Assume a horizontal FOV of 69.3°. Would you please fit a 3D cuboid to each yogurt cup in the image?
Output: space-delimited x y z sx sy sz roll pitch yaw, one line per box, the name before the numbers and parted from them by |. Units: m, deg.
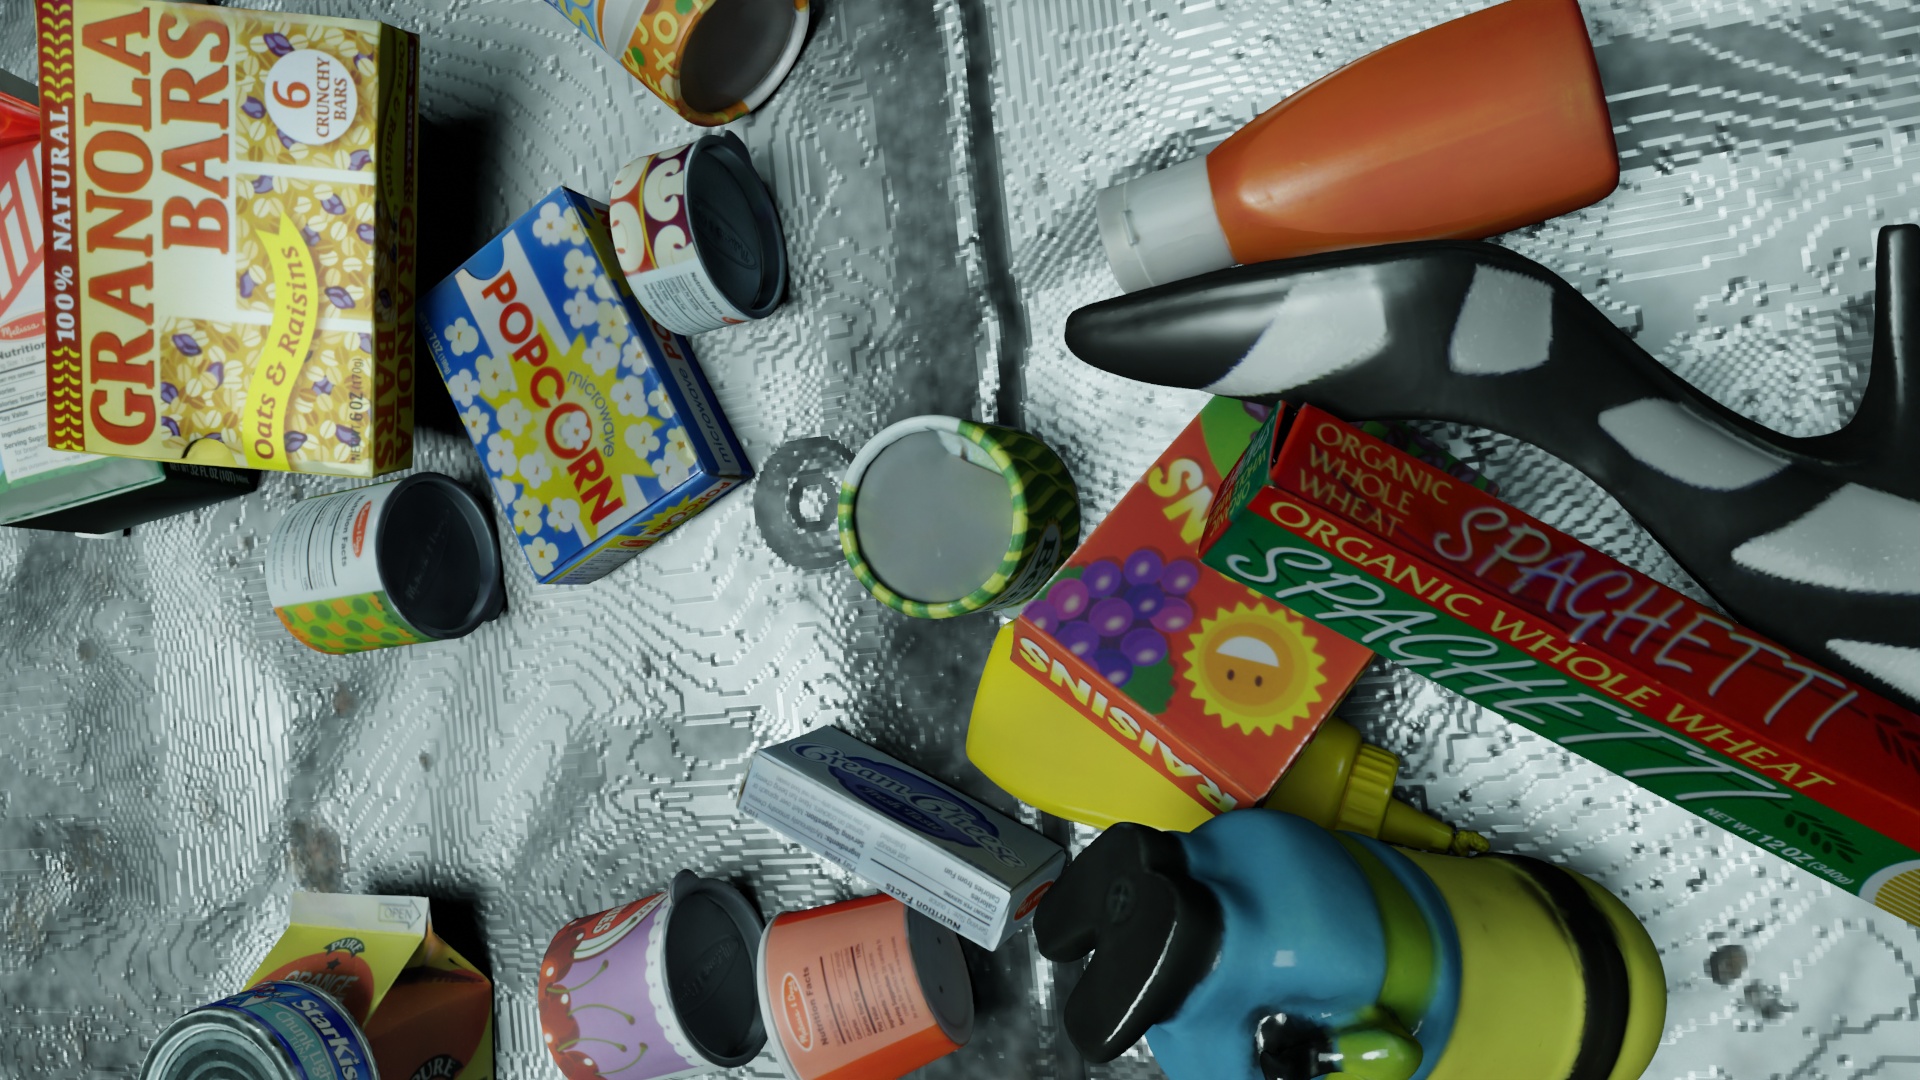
yogurt cup | -0.030 0.153 0.475 0.054 0.072 0.072 -22 82 12

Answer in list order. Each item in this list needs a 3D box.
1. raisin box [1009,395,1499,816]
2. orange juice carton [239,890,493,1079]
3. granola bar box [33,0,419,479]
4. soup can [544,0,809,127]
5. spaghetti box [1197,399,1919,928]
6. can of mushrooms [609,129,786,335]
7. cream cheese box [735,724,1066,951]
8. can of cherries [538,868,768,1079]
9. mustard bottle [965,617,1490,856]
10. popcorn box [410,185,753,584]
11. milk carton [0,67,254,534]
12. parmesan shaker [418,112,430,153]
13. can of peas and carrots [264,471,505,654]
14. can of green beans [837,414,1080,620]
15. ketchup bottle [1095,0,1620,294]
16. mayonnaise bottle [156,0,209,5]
raisin box | 0.086 0.010 0.412 0.086 0.040 0.124 37 70 16
orange juice carton | -0.236 0.236 0.549 0.072 0.073 0.192 -2 89 22
granola bar box | -0.269 -0.110 0.514 0.124 0.039 0.165 5 100 1
soup can | -0.107 -0.200 0.500 0.084 0.071 0.071 42 104 16
spaghetti box | 0.182 0.040 0.359 0.250 0.050 0.029 27 62 1
can of mushrooms | -0.093 -0.110 0.498 0.033 0.071 0.071 -11 86 22
cream cheese box | -0.020 0.099 0.475 0.104 0.053 0.024 24 101 20
can of cherries | -0.110 0.160 0.503 0.058 0.071 0.071 -21 83 21
mustard bottle | 0.083 0.071 0.438 0.160 0.049 0.065 18 93 20
popcorn box | -0.146 -0.057 0.533 0.085 0.038 0.127 -32 79 20
milk carton | -0.373 -0.104 0.589 0.073 0.072 0.190 -15 87 0
parmesan shaker | -0.266 -0.138 0.567 0.071 0.071 0.103 33 101 18
can of peas and carrots | -0.226 0.011 0.551 0.058 0.071 0.071 -9 87 22
can of green beans | 0.000 -0.008 0.465 0.071 0.058 0.071 0 90 21
ketchup bottle | 0.117 -0.114 0.427 0.148 0.043 0.064 -14 87 21
mayonnaise bottle | -0.358 -0.226 0.614 0.064 0.041 0.148 -42 75 16
